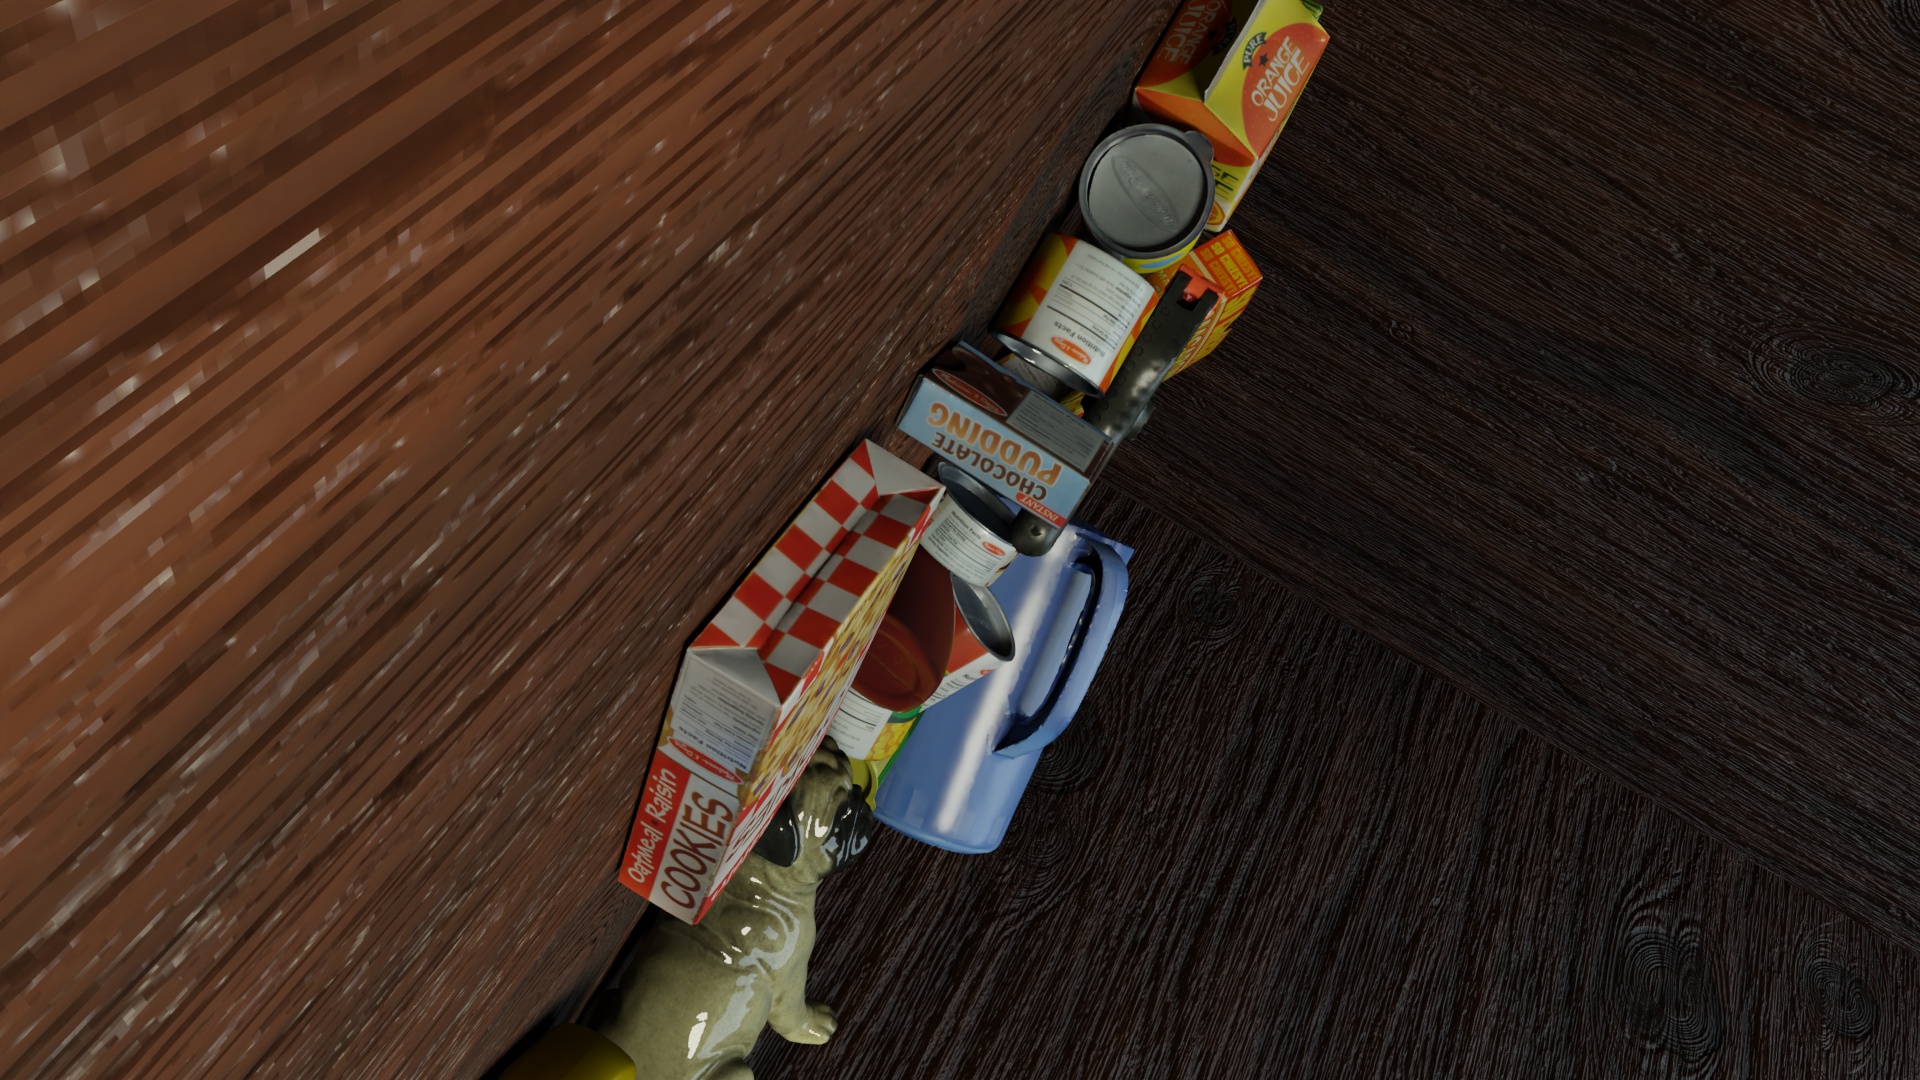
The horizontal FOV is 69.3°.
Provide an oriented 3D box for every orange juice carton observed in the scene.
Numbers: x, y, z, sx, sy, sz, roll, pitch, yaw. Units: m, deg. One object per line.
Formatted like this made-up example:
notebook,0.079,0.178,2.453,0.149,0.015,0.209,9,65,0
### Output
orange juice carton,0.135,-0.231,0.730,0.072,0.073,0.192,-59,176,-1

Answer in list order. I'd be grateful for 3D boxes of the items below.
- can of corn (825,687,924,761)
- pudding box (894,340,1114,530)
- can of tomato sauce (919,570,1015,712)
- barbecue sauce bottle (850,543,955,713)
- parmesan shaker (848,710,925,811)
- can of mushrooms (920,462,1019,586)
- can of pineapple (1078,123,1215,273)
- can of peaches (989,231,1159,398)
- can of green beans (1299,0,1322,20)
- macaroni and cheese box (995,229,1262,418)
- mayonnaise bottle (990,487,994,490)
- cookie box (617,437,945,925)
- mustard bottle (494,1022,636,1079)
can of corn,-0.050,0.076,0.750,0.058,0.071,0.071,-60,176,20
pudding box,0.020,-0.046,0.587,0.030,0.084,0.050,-58,178,32
can of tomato sauce,-0.021,0.060,0.822,0.083,0.071,0.071,-32,-175,18
barbecue sauce bottle,-0.030,0.031,0.727,0.043,0.065,0.149,-43,-169,19
parmesan shaker,-0.061,0.114,0.873,0.071,0.071,0.103,-62,176,36
can of mushrooms,0.003,-0.009,0.757,0.033,0.071,0.071,-48,180,17
can of pineapple,0.095,-0.172,0.702,0.071,0.071,0.058,-60,177,5
can of peaches,0.056,-0.112,0.692,0.058,0.071,0.071,-60,176,1
can of green beans,0.168,-0.292,0.803,0.071,0.058,0.071,-59,176,-6
macaroni and cheese box,0.093,-0.110,0.846,0.167,0.040,0.123,-31,171,-11
mayonnaise bottle,0.053,-0.076,0.977,0.147,0.065,0.041,106,-7,-60
cookie box,-0.071,0.058,0.533,0.123,0.040,0.166,-56,175,-44
mustard bottle,-0.172,0.238,0.541,0.065,0.049,0.160,-61,177,-3
